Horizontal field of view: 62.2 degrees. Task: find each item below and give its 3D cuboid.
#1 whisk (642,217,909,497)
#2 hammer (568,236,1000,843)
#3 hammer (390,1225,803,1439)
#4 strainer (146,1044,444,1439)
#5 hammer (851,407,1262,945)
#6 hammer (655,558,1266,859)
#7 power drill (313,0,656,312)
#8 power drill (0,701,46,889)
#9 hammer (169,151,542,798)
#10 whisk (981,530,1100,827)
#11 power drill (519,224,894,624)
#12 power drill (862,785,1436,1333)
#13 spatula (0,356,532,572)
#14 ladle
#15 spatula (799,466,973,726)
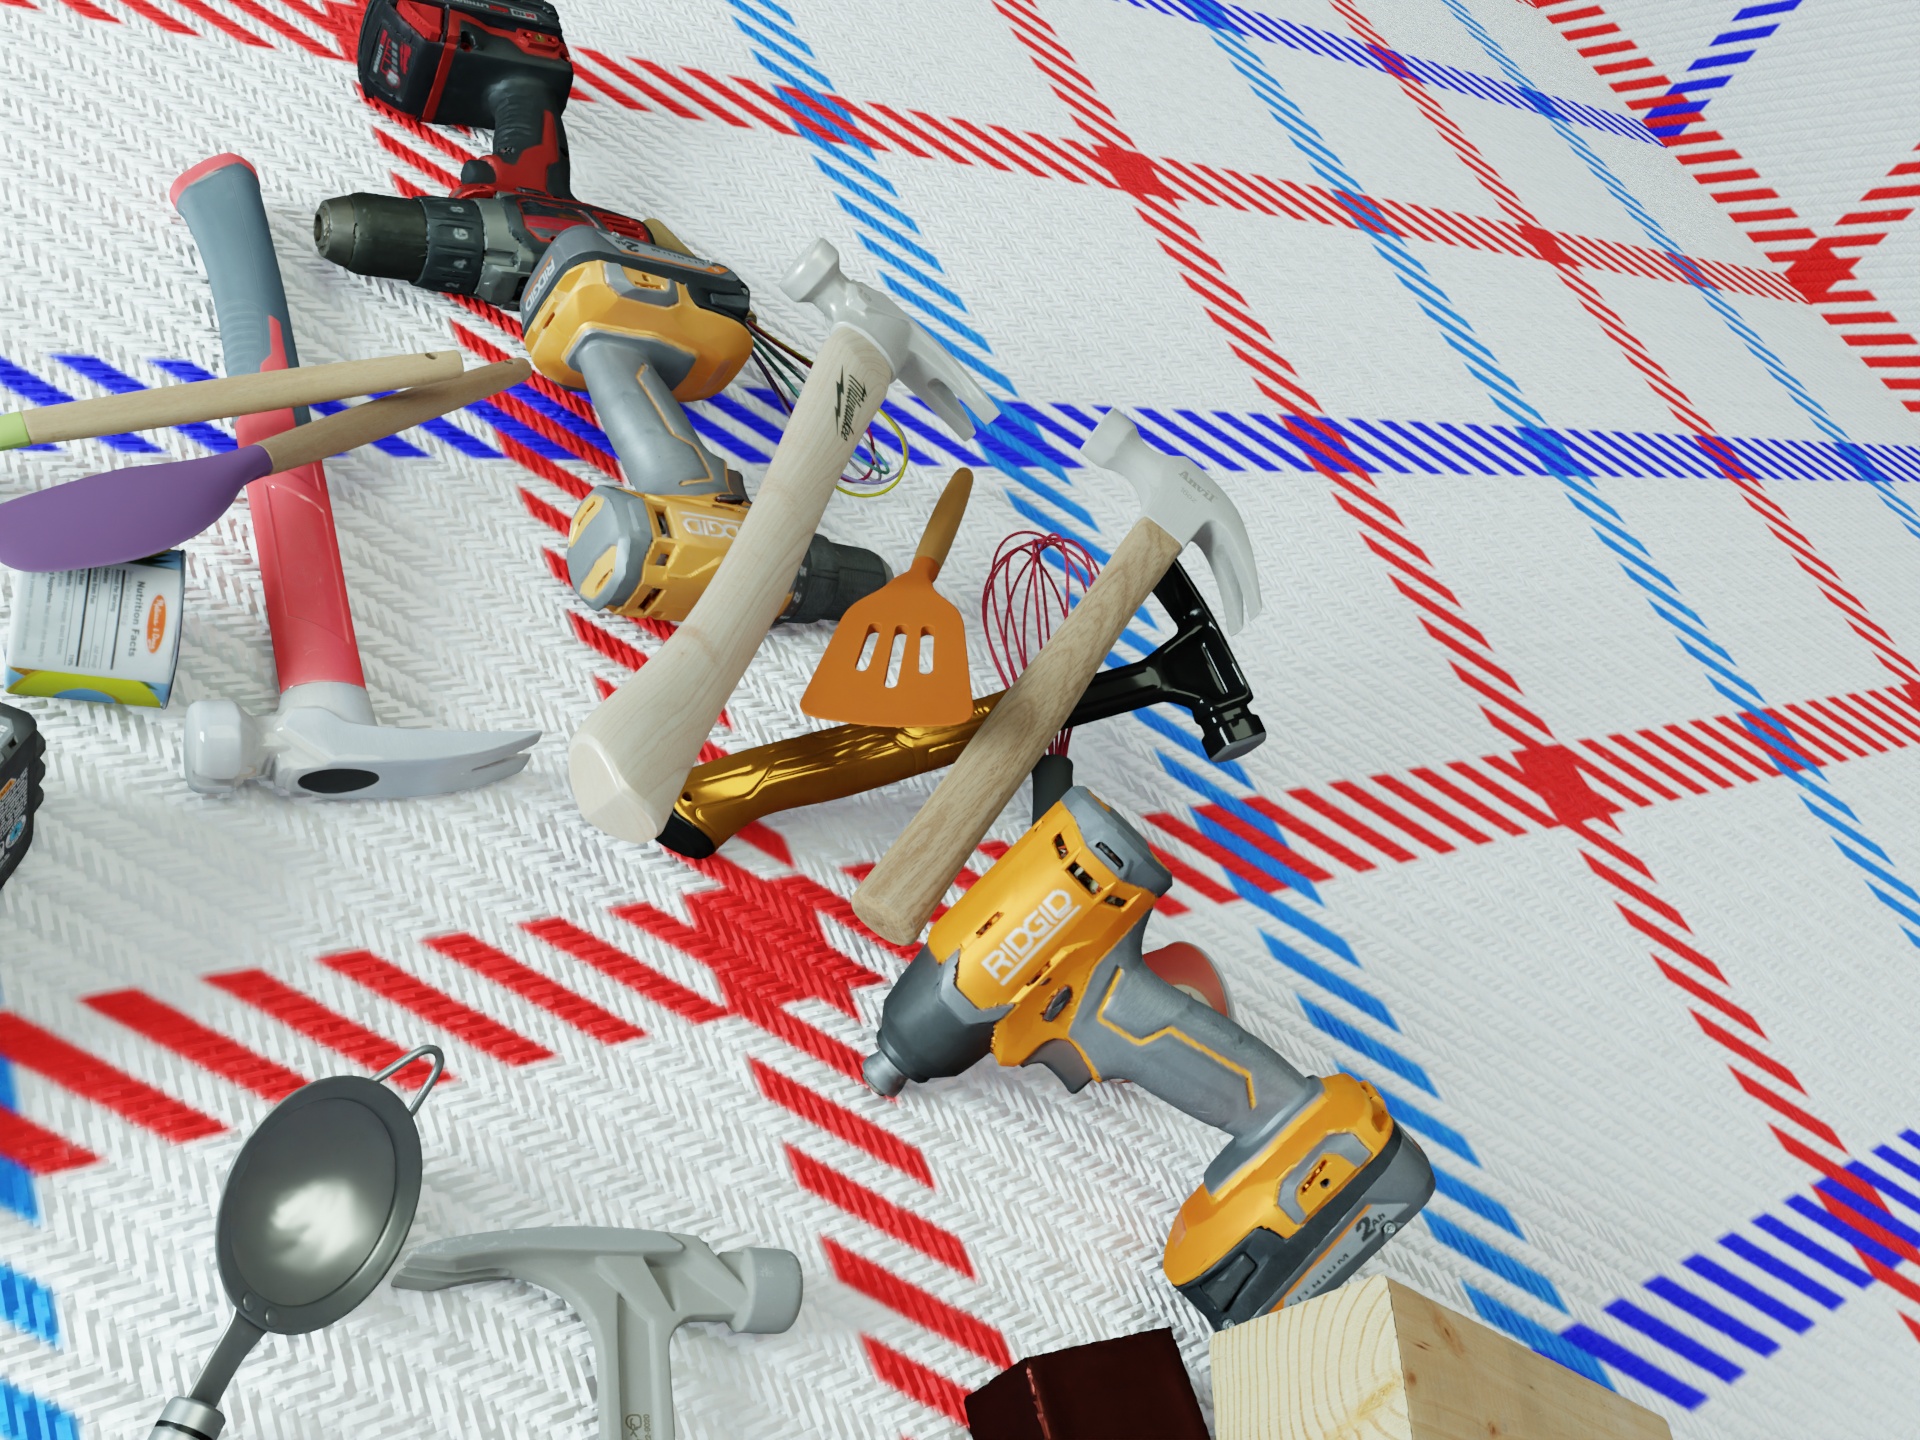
[{"bbox_3d":[-0.122,-0.224,0.972,0.245,0.047,0.051,46,30,15],"label":"whisk"},{"bbox_3d":[-0.083,-0.092,0.793,0.146,0.038,0.411,40,42,-20],"label":"hammer"},{"bbox_3d":[-0.102,0.332,0.486,0.149,0.036,0.359,11,45,-27],"label":"hammer"},{"bbox_3d":[-0.241,0.213,0.503,0.259,0.050,0.086,-72,149,-41],"label":"strainer"},{"bbox_3d":[0.050,-0.019,0.799,0.130,0.031,0.331,38,58,-2],"label":"hammer"},{"bbox_3d":[-0.001,-0.003,0.808,0.337,0.034,0.127,-15,72,-28],"label":"hammer"},{"bbox_3d":[-0.290,-0.330,0.923,0.187,0.080,0.227,-4,59,-36],"label":"power drill"},{"bbox_3d":[-0.442,0.020,0.511,0.223,0.080,0.171,23,43,-11],"label":"power drill"},{"bbox_3d":[-0.310,-0.131,0.760,0.143,0.038,0.387,1,54,-36],"label":"hammer"},{"bbox_3d":[0.050,0.009,0.875,0.073,0.073,0.296,16,52,-23],"label":"whisk"},{"bbox_3d":[-0.136,-0.147,0.865,0.185,0.084,0.226,5,55,-41],"label":"power drill"},{"bbox_3d":[0.075,0.163,0.703,0.226,0.164,0.084,45,4,1],"label":"power drill"},{"bbox_3d":[-0.292,-0.122,0.712,0.060,0.018,0.316,26,32,11],"label":"spatula"},{"bbox_3d":[-0.367,-0.137,0.672,0.320,0.062,0.078,-18,57,-31],"label":"ladle"},{"bbox_3d":[-0.016,-0.081,0.859,0.081,0.041,0.323,3,24,6],"label":"spatula"}]
